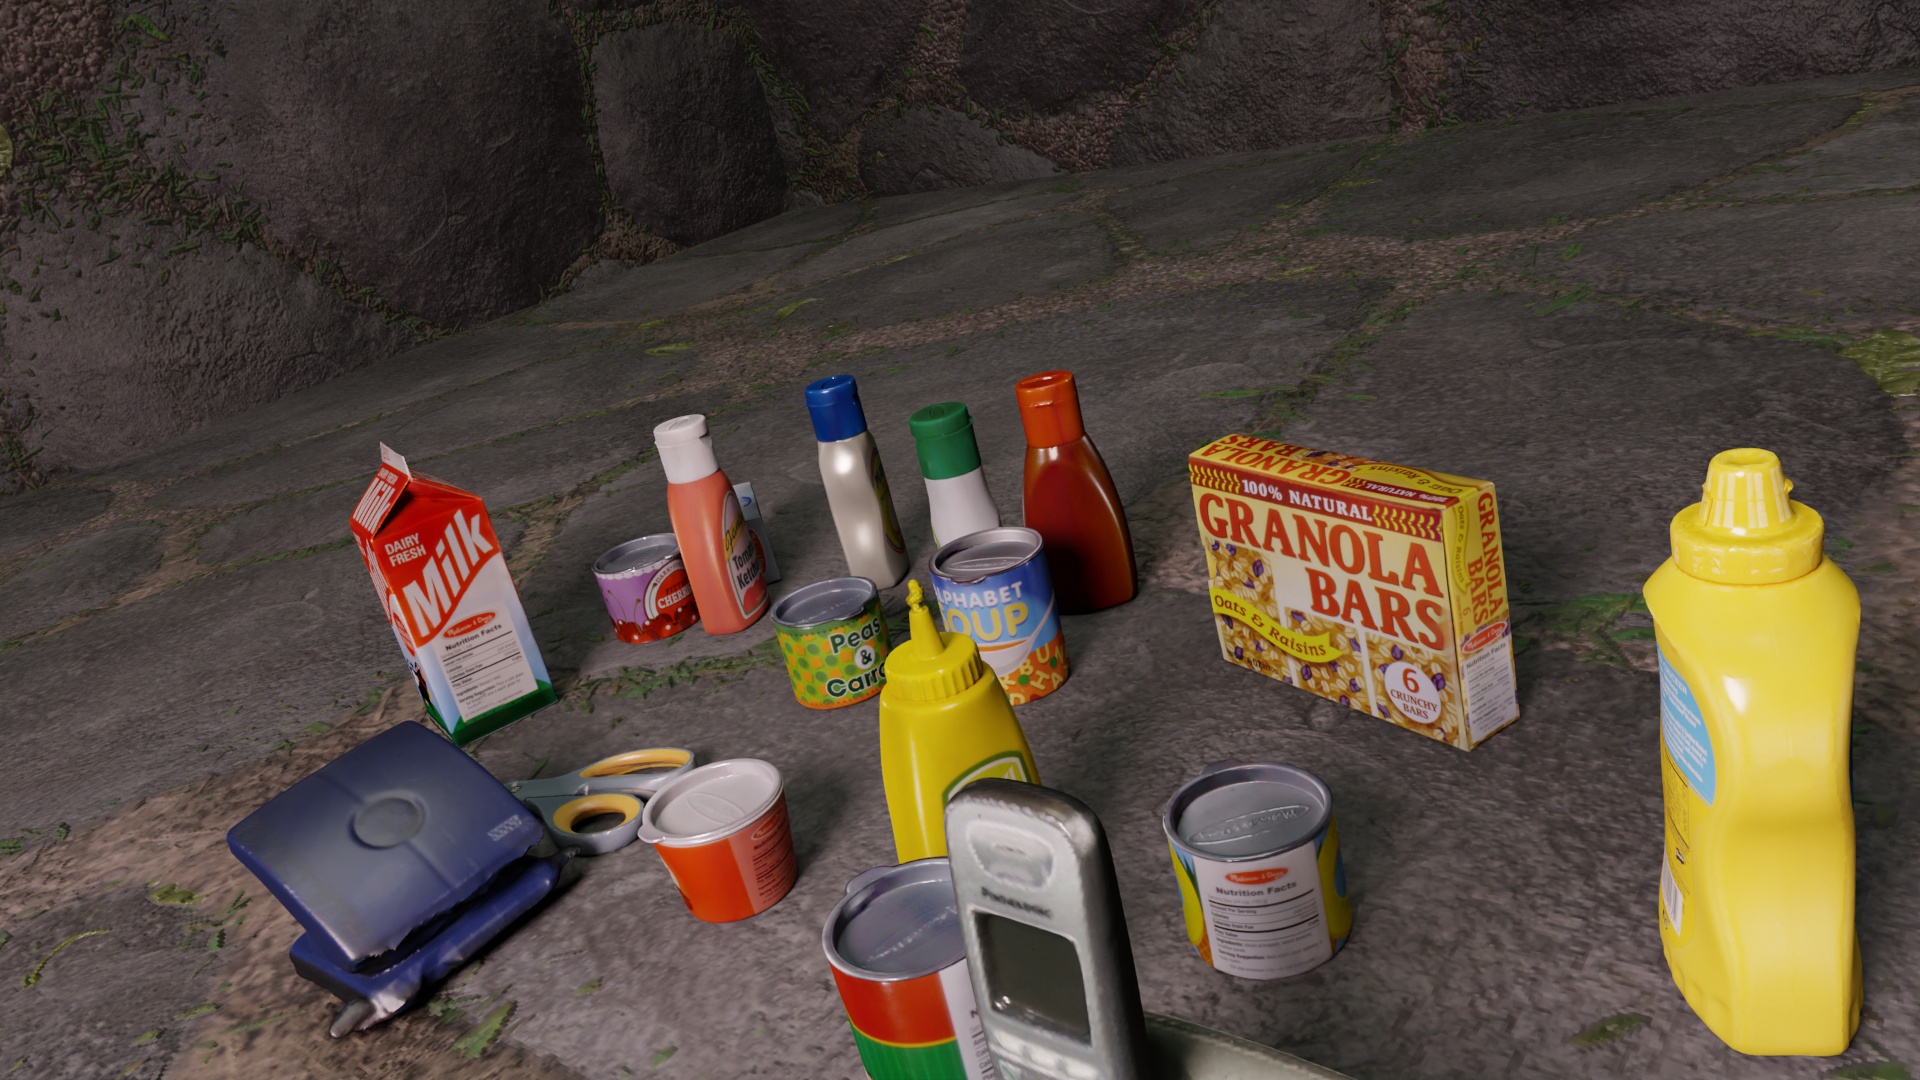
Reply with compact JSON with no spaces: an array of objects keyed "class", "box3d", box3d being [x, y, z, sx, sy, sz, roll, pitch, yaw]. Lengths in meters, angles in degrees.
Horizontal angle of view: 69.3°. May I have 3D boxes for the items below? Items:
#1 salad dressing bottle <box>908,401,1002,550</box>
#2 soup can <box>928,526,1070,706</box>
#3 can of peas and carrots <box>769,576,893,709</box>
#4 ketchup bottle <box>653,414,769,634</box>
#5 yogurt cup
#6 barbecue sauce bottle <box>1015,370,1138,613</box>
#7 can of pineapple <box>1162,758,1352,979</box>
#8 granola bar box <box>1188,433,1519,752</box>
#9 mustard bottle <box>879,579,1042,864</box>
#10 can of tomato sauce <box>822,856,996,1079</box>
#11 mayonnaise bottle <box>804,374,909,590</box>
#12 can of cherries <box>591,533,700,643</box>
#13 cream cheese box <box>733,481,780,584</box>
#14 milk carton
[{"class":"salad dressing bottle","box3d":[0.003,-0.011,0.851,0.044,0.147,0.064,-13,21,2]},{"class":"soup can","box3d":[0.022,0.044,0.788,0.071,0.083,0.071,-12,21,5]},{"class":"can of peas and carrots","box3d":[-0.074,0.062,0.839,0.071,0.058,0.071,-12,21,5]},{"class":"ketchup bottle","box3d":[-0.175,-0.012,0.965,0.043,0.148,0.065,-8,21,16]},{"class":"yogurt cup","box3d":[-0.111,0.144,0.661,0.072,0.053,0.072,-12,21,5]},{"class":"barbecue sauce bottle","box3d":[0.067,-0.029,0.858,0.065,0.148,0.044,-9,21,14]},{"class":"can of pineapple","box3d":[0.118,0.128,0.550,0.071,0.057,0.071,-12,21,5]},{"class":"granola bar box","box3d":[0.189,0.020,0.689,0.039,0.123,0.165,-25,23,-26]},{"class":"mustard bottle","box3d":[-0.002,0.091,0.578,0.065,0.159,0.049,-25,23,-26]},{"class":"can of tomato sauce","box3d":[-0.008,0.166,0.497,0.071,0.082,0.071,-12,21,5]},{"class":"mayonnaise bottle","box3d":[-0.073,-0.041,0.975,0.041,0.147,0.065,-10,21,11]},{"class":"can of cherries","box3d":[-0.223,0.035,1.002,0.071,0.058,0.072,-12,21,5]},{"class":"cream cheese box","box3d":[-0.162,-0.006,1.074,0.024,0.053,0.104,-17,21,-8]},{"class":"milk carton","box3d":[-0.336,0.029,0.903,0.074,0.189,0.072,-25,23,-28]}]
